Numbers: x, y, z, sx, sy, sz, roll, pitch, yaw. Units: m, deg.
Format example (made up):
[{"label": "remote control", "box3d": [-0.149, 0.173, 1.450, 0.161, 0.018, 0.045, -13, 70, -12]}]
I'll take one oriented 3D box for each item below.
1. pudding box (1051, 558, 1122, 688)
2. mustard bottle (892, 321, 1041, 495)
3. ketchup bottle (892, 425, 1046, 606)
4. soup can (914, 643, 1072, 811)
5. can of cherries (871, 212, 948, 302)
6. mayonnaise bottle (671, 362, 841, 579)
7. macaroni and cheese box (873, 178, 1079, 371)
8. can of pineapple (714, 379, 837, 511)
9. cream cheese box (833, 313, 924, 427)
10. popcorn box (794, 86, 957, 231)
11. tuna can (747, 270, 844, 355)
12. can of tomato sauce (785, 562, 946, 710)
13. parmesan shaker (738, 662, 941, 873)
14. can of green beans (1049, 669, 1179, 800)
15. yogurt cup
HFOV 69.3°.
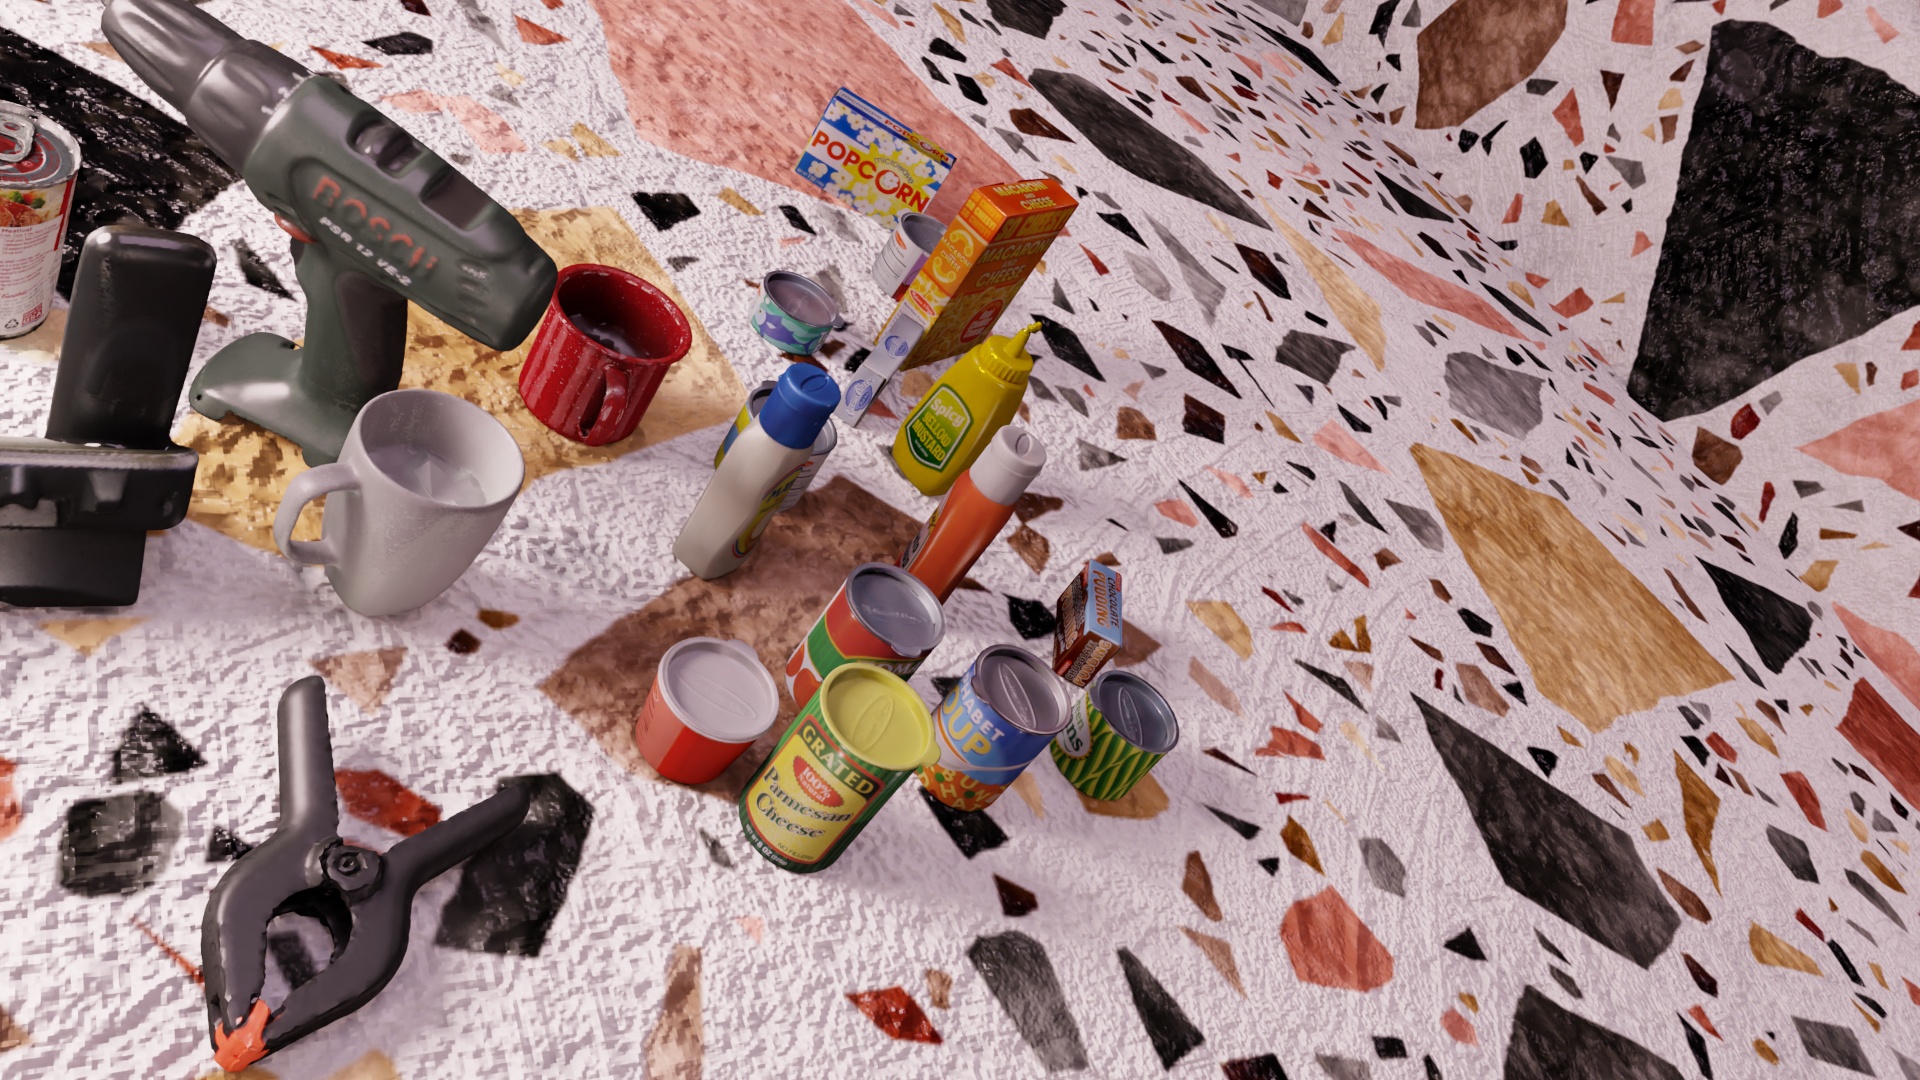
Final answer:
[{"label": "pudding box", "box3d": [0.092, 0.059, 0.998, 0.030, 0.049, 0.084, 28, 35, -13]}, {"label": "mustard bottle", "box3d": [0.010, -0.103, 1.017, 0.049, 0.159, 0.065, -16, 60, -50]}, {"label": "ketchup bottle", "box3d": [0.003, -0.011, 0.913, 0.043, 0.148, 0.065, 33, 34, -8]}, {"label": "soup can", "box3d": [0.015, 0.113, 0.834, 0.071, 0.083, 0.072, 24, 36, -19]}, {"label": "can of cherries", "box3d": [-0.036, -0.248, 1.238, 0.071, 0.058, 0.072, 24, 36, -19]}, {"label": "mayonnaise bottle", "box3d": [-0.121, -0.042, 0.837, 0.041, 0.147, 0.065, 41, 34, 5]}, {"label": "macaroni and cheese box", "box3d": [0.013, -0.222, 1.155, 0.040, 0.165, 0.124, 46, 35, 12]}, {"label": "can of pineapple", "box3d": [-0.125, -0.063, 0.939, 0.071, 0.057, 0.071, 24, 36, -19]}, {"label": "cream cheese box", "box3d": [-0.063, -0.133, 1.082, 0.024, 0.053, 0.104, 34, 34, -5]}, {"label": "popcorn box", "box3d": [-0.080, -0.351, 1.297, 0.126, 0.084, 0.038, 30, 35, -11]}, {"label": "tuna can", "box3d": [-0.129, -0.178, 1.093, 0.071, 0.032, 0.071, 24, 36, -19]}, {"label": "can of tomato sauce", "box3d": [-0.057, 0.066, 0.826, 0.071, 0.082, 0.071, 24, 36, -19]}, {"label": "parmesan shaker", "box3d": [-0.065, 0.123, 0.733, 0.071, 0.102, 0.072, 24, 36, -19]}, {"label": "can of green beans", "box3d": [0.101, 0.129, 0.916, 0.071, 0.057, 0.071, 24, 36, -19]}, {"label": "yogurt cup", "box3d": [-0.139, 0.094, 0.745, 0.072, 0.053, 0.073, 24, 36, -19]}]
